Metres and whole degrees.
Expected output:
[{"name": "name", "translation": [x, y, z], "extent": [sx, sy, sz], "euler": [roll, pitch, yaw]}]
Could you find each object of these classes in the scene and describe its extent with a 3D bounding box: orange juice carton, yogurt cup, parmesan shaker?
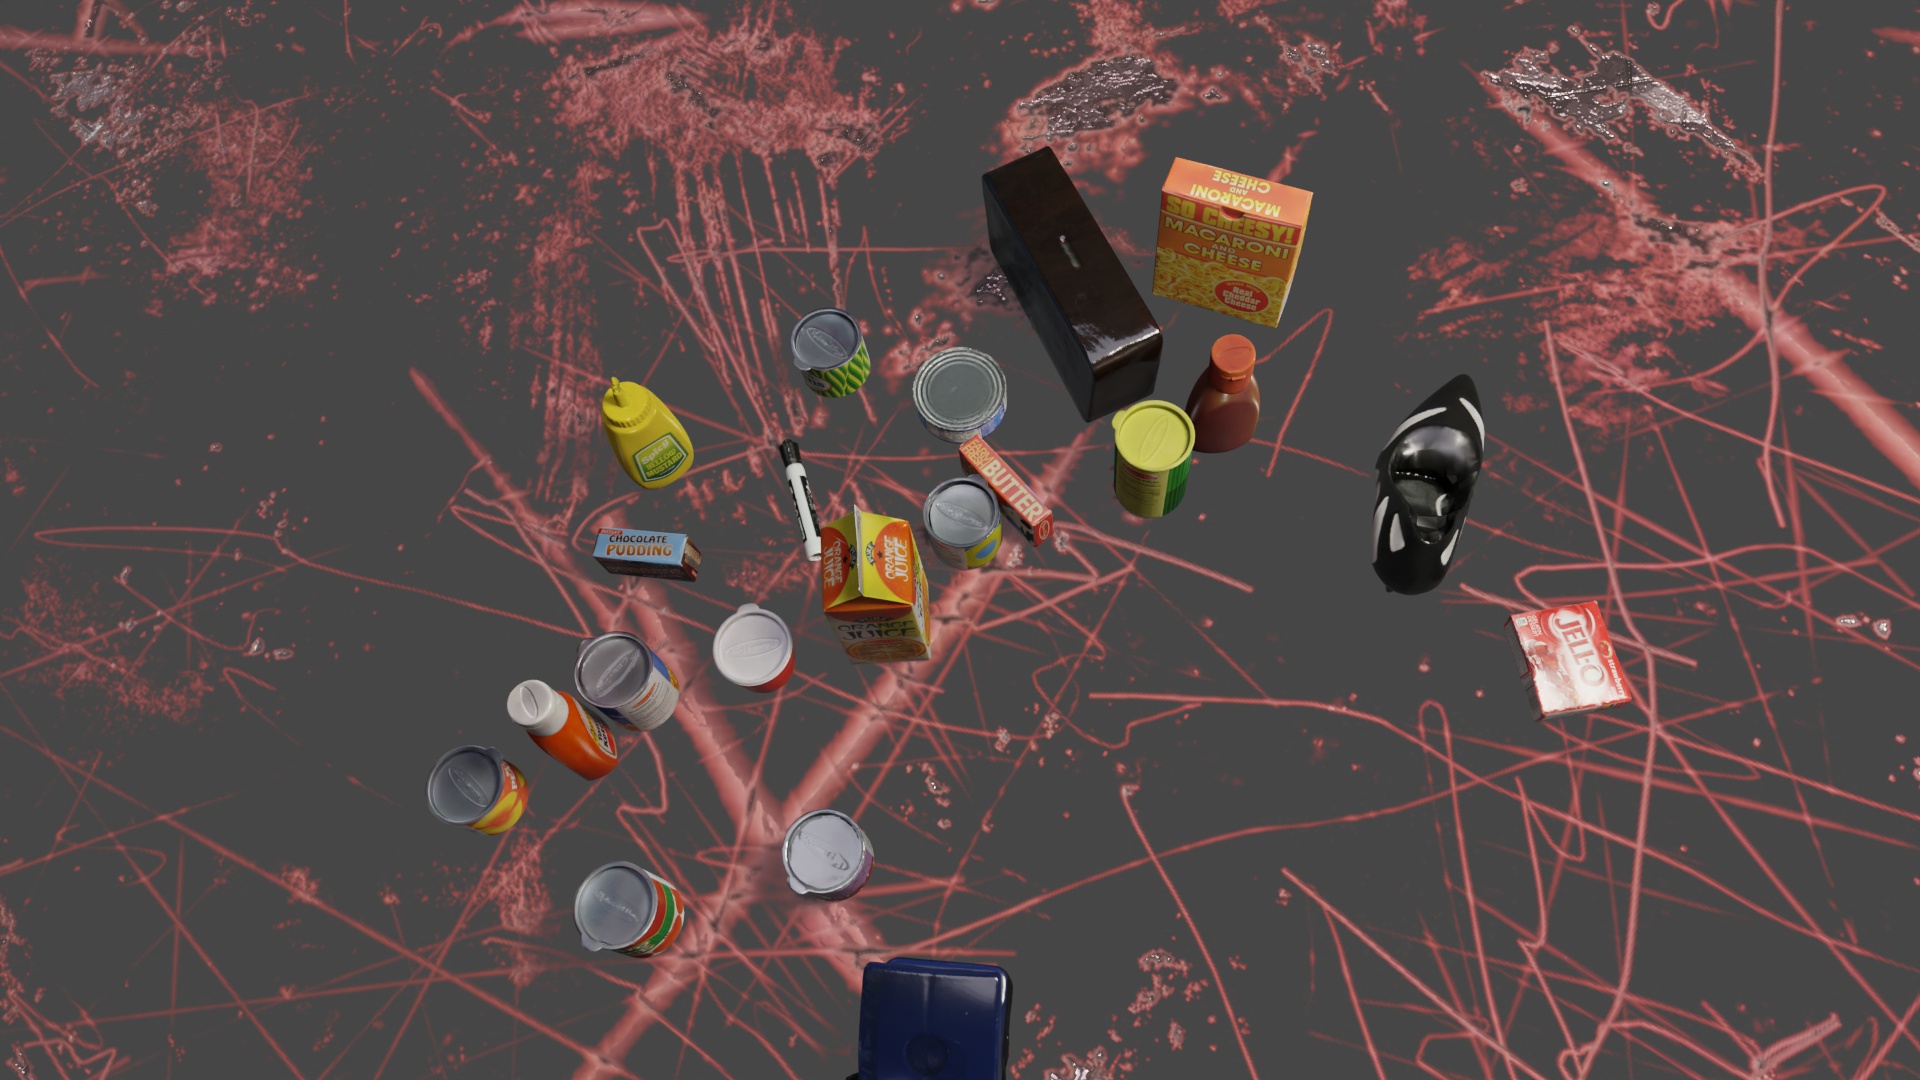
[{"name": "orange juice carton", "translation": [-0.070, 0.039, 1.132], "extent": [0.073, 0.192, 0.072], "euler": [-5, 68, 3]}, {"name": "yogurt cup", "translation": [-0.173, 0.098, 1.192], "extent": [0.072, 0.053, 0.072], "euler": [-2, 68, 4]}, {"name": "parmesan shaker", "translation": [0.164, -0.070, 1.205], "extent": [0.071, 0.102, 0.071], "euler": [-2, 68, 4]}]

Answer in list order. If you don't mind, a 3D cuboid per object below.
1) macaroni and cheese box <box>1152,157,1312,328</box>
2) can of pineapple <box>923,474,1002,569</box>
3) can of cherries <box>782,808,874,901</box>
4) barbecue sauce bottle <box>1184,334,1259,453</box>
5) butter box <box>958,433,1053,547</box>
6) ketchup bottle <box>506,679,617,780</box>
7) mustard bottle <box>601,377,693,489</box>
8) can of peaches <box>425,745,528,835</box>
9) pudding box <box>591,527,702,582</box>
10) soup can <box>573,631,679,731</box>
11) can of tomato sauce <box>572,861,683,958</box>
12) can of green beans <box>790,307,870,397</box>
[{"name": "macaroni and cheese box", "translation": [0.239, -0.262, 1.242], "extent": [0.124, 0.166, 0.040], "euler": [18, 71, 12]}, {"name": "can of pineapple", "translation": [0.004, -0.015, 1.221], "extent": [0.071, 0.057, 0.071], "euler": [-2, 68, 4]}, {"name": "can of cherries", "translation": [-0.108, 0.256, 1.120], "extent": [0.071, 0.058, 0.072], "euler": [-2, 68, 4]}, {"name": "barbecue sauce bottle", "translation": [0.228, -0.125, 1.197], "extent": [0.065, 0.148, 0.044], "euler": [-11, 68, 1]}, {"name": "butter box", "translation": [0.040, -0.044, 1.232], "extent": [0.024, 0.053, 0.104], "euler": [-39, 70, -10]}, {"name": "ketchup bottle", "translation": [-0.325, 0.151, 1.132], "extent": [0.043, 0.148, 0.065], "euler": [-29, 69, -7]}, {"name": "mustard bottle", "translation": [-0.283, -0.099, 1.224], "extent": [0.065, 0.159, 0.049], "euler": [-35, 70, -9]}, {"name": "can of peaches", "translation": [-0.402, 0.209, 1.164], "extent": [0.071, 0.058, 0.071], "euler": [-2, 68, 4]}, {"name": "pudding box", "translation": [-0.279, 0.012, 1.238], "extent": [0.084, 0.049, 0.030], "euler": [5, 69, 7]}, {"name": "soup can", "translation": [-0.283, 0.119, 1.176], "extent": [0.071, 0.083, 0.071], "euler": [-2, 68, 4]}, {"name": "can of tomato sauce", "translation": [-0.262, 0.296, 1.103], "extent": [0.071, 0.082, 0.071], "euler": [-2, 68, 4]}, {"name": "can of green beans", "translation": [-0.121, -0.174, 1.296], "extent": [0.071, 0.057, 0.071], "euler": [-2, 68, 4]}]
